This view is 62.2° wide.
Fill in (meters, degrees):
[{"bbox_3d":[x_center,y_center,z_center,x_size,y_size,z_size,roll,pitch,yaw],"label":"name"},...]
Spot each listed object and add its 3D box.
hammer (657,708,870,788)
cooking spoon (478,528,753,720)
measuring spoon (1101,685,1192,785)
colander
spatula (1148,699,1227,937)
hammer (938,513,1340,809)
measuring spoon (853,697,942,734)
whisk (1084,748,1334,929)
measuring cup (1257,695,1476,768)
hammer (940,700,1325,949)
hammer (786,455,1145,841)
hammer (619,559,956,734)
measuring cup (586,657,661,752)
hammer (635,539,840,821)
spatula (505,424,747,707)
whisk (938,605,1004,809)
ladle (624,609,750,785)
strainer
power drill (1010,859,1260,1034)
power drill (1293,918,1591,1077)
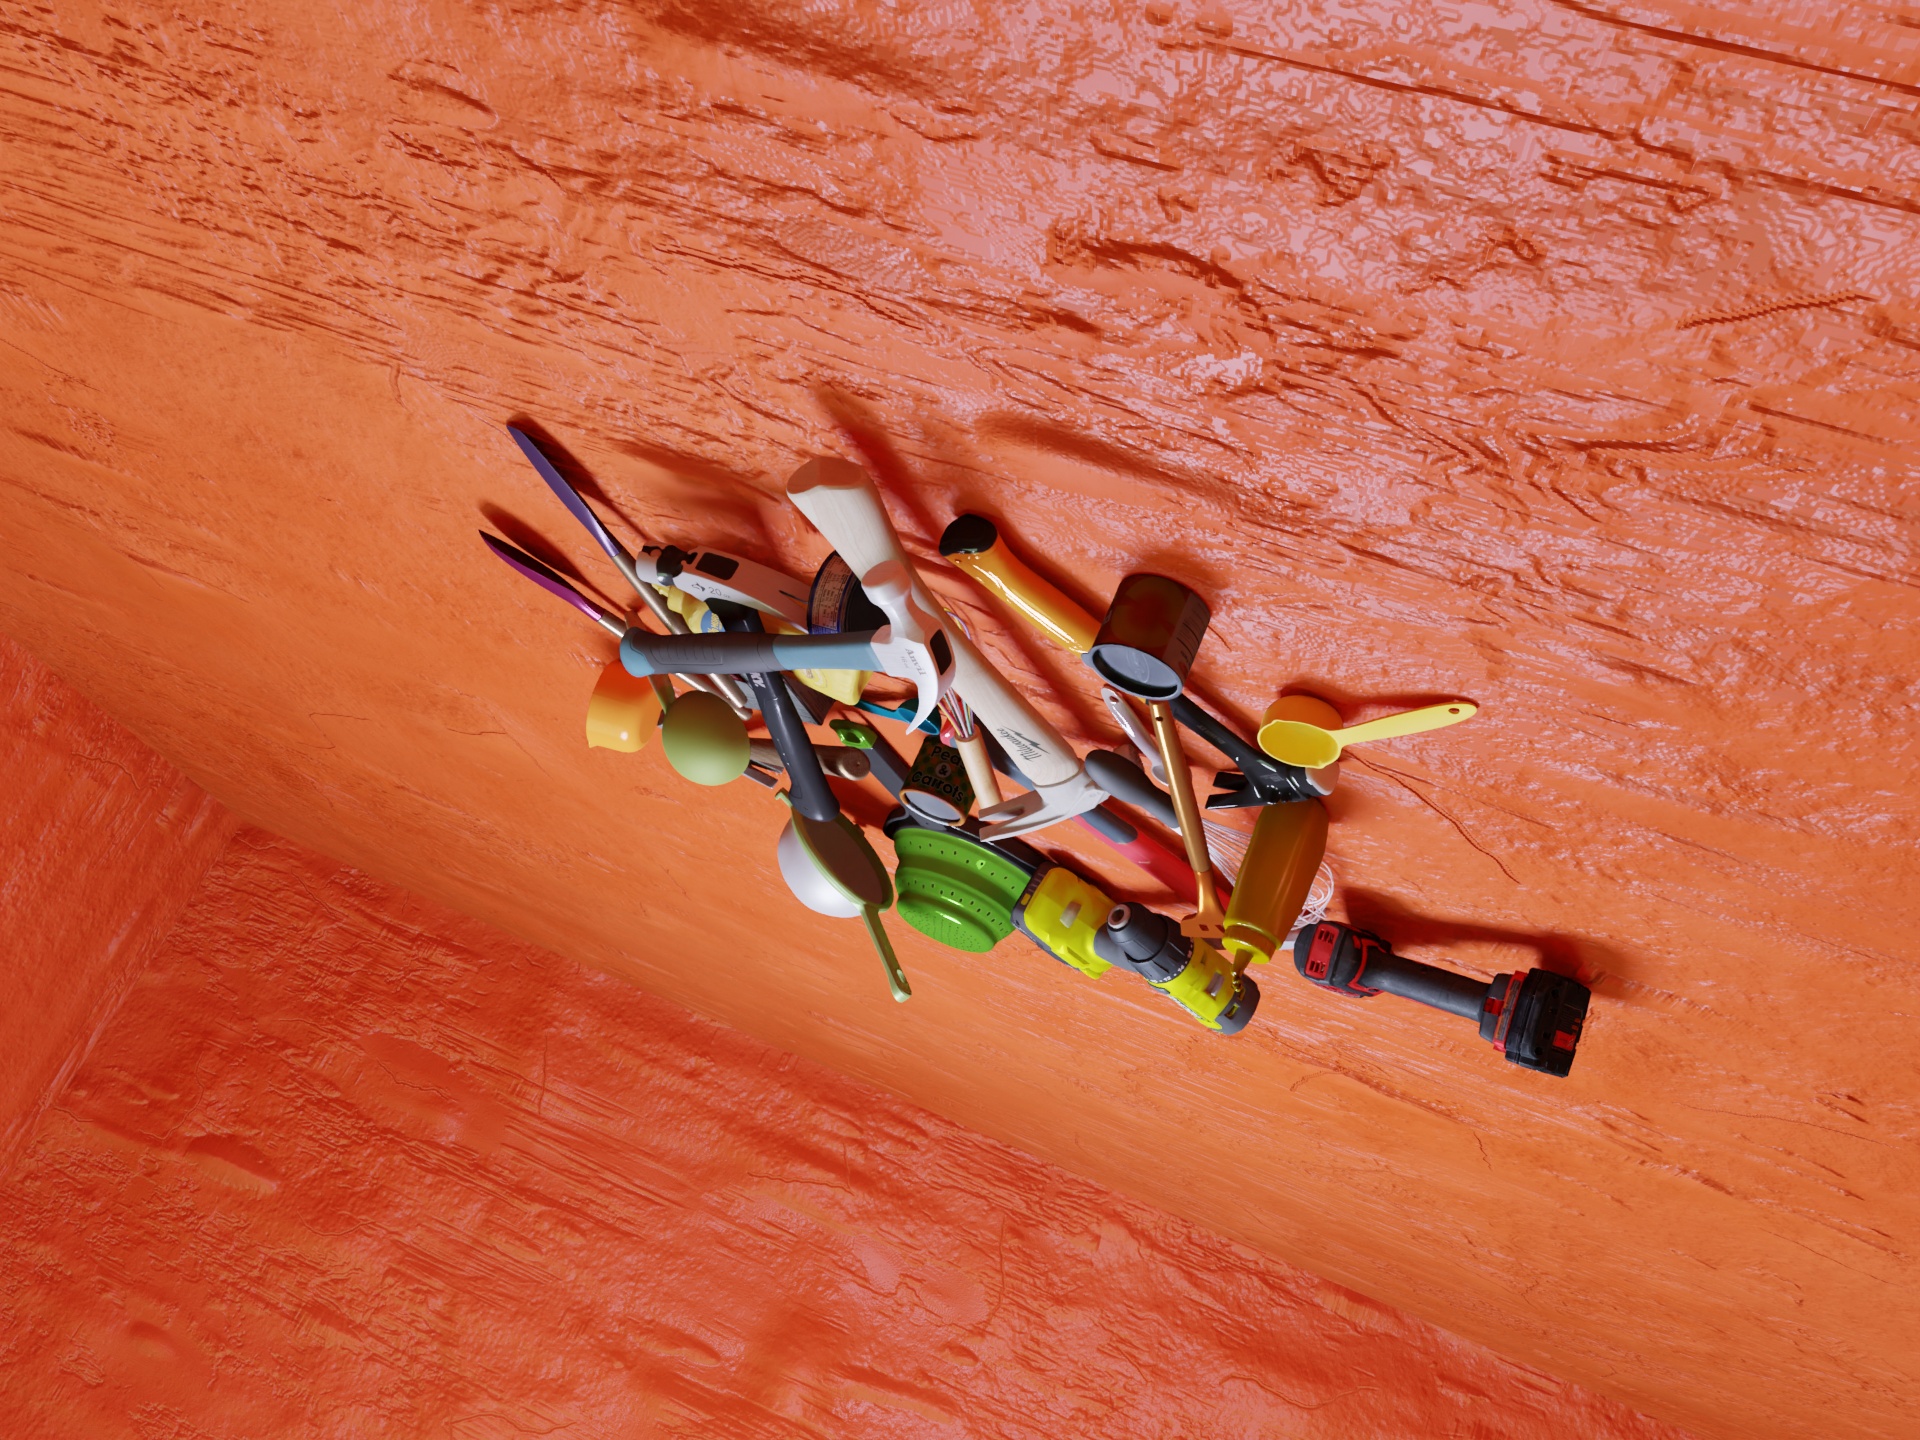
[{"bbox_3d":[-0.179,0.032,1.549,0.130,0.031,0.331,35,165,-29],"label":"hammer"},{"bbox_3d":[-0.316,-0.084,1.486,0.318,0.017,0.069,36,-177,-32],"label":"cooking spoon"},{"bbox_3d":[0.145,0.010,1.236,0.034,0.018,0.124,1,141,46],"label":"measuring spoon"},{"bbox_3d":[-0.037,0.135,1.593,0.205,0.094,0.396,9,153,36],"label":"colander"},{"bbox_3d":[0.180,0.088,1.211,0.081,0.041,0.322,-1,137,21],"label":"spatula"},{"bbox_3d":[0.115,-0.036,1.132,0.336,0.034,0.127,36,155,-23],"label":"hammer"},{"bbox_3d":[-0.061,-0.015,1.399,0.129,0.021,0.042,16,159,46],"label":"measuring spoon"},{"bbox_3d":[0.200,0.095,1.271,0.284,0.070,0.070,32,157,-29],"label":"whisk"},{"bbox_3d":[0.272,-0.003,1.064,0.156,0.029,0.062,-14,137,40],"label":"measuring cup"},{"bbox_3d":[0.145,0.097,1.392,0.386,0.038,0.143,35,155,-22],"label":"hammer"},{"bbox_3d":[-0.010,-0.041,1.161,0.146,0.038,0.410,-22,137,19],"label":"hammer"},{"bbox_3d":[-0.136,-0.050,1.144,0.331,0.033,0.128,2,133,42],"label":"hammer"},{"bbox_3d":[-0.330,-0.003,1.632,0.052,0.095,0.173,15,170,8],"label":"measuring cup"},{"bbox_3d":[-0.146,-0.016,1.288,0.146,0.035,0.334,15,149,21],"label":"hammer"},{"bbox_3d":[-0.270,-0.122,1.315,0.060,0.018,0.315,26,157,54],"label":"spatula"},{"bbox_3d":[-0.004,-0.003,1.272,0.051,0.047,0.244,18,147,31],"label":"whisk"},{"bbox_3d":[-0.241,-0.035,1.341,0.320,0.062,0.078,-130,32,-59],"label":"ladle"},{"bbox_3d":[-0.122,0.194,1.639,0.151,0.069,0.257,32,-156,-52],"label":"strainer"},{"bbox_3d":[0.153,0.206,1.507,0.190,0.080,0.229,39,167,-34],"label":"power drill"},{"bbox_3d":[0.403,0.226,1.339,0.220,0.078,0.143,15,174,35],"label":"power drill"}]
